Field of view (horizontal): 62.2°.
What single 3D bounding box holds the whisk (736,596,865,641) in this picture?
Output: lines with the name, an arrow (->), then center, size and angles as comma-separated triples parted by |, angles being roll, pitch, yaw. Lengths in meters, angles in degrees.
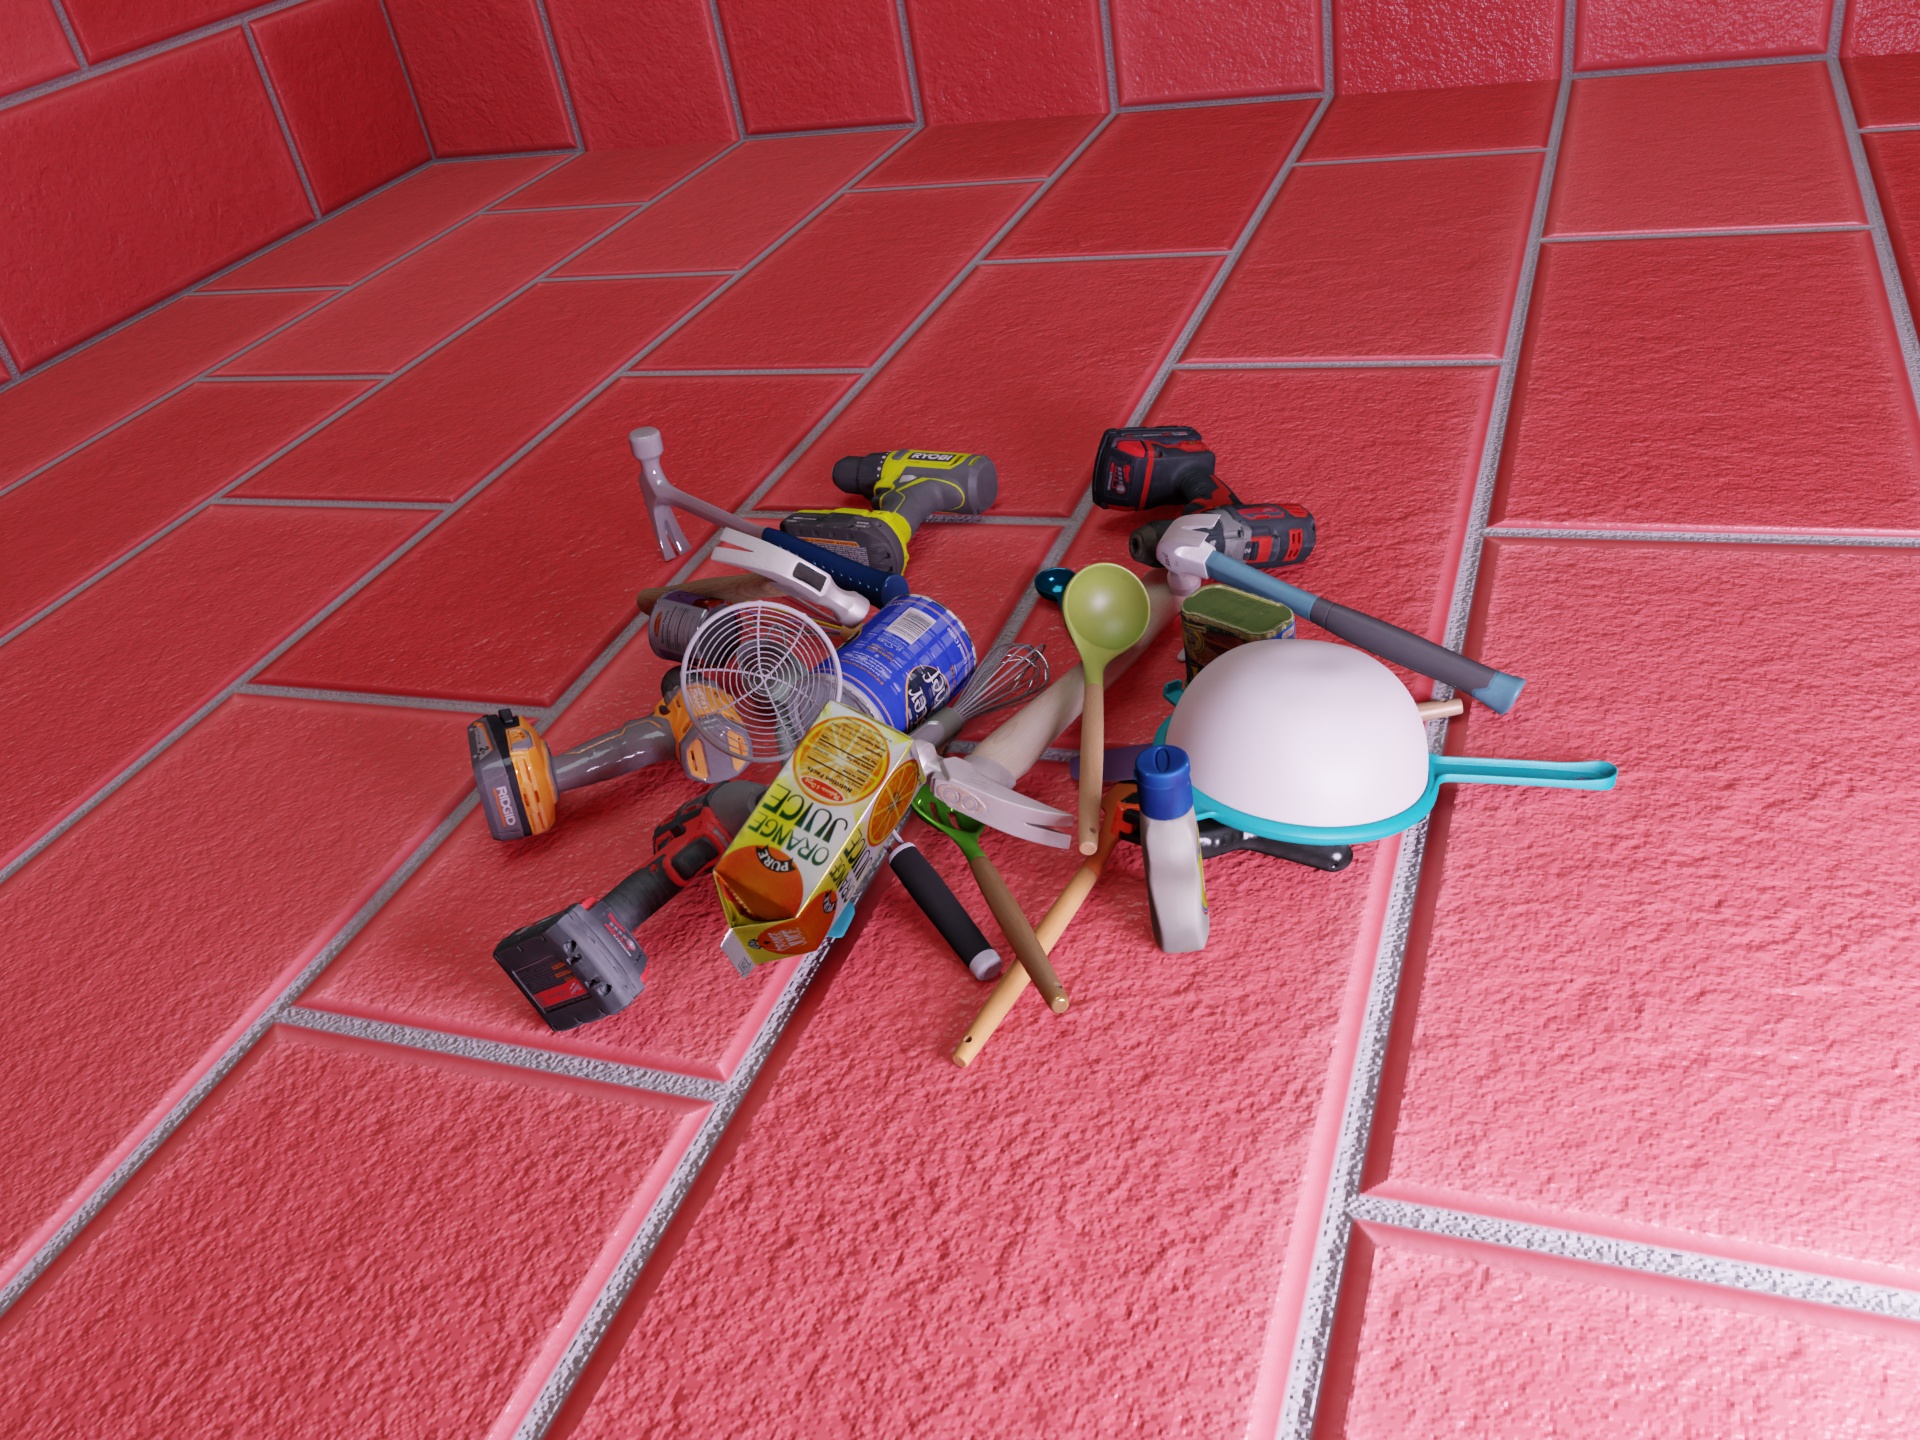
whisk -> -0.125, -0.091, 1.525 | 0.245, 0.047, 0.051 | 15, 52, 27

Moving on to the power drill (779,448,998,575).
power drill -> -0.091, -0.221, 1.674 | 0.191, 0.080, 0.228 | 9, 36, 27

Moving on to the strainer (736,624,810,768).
strainer -> -0.156, 0.005, 1.390 | 0.086, 0.050, 0.259 | 24, 27, -29

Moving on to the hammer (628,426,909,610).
hammer -> -0.198, -0.179, 1.592 | 0.035, 0.144, 0.406 | -32, 41, -32

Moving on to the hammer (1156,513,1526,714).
hammer -> 0.308, -0.086, 1.321 | 0.331, 0.128, 0.033 | 28, 76, 25

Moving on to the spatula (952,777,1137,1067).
spatula -> 0.083, 0.134, 1.148 | 0.081, 0.041, 0.323 | 12, 44, 31

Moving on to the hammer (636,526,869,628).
hammer -> -0.221, -0.121, 1.476 | 0.331, 0.130, 0.031 | -1, 62, 55

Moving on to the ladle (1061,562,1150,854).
ladle -> 0.110, -0.016, 1.242 | 0.078, 0.062, 0.320 | 24, 37, -12

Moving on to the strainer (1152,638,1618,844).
strainer -> 0.315, 0.001, 1.166 | 0.340, 0.095, 0.211 | 3, 29, 4

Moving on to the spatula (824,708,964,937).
spatula -> -0.064, 0.072, 1.261 | 0.082, 0.044, 0.318 | 20, 40, 14

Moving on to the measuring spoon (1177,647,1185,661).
measuring spoon -> 0.246, -0.079, 1.427 | 0.124, 0.018, 0.034 | -30, 37, -15

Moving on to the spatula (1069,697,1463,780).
spatula -> 0.244, 0.016, 1.277 | 0.316, 0.018, 0.060 | -10, 24, 3

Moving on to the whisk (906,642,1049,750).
whisk -> -0.002, -0.004, 1.329 | 0.058, 0.059, 0.246 | 45, 47, 8

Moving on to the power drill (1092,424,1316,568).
power drill -> 0.209, -0.207, 1.537 | 0.188, 0.080, 0.227 | -7, 33, -24

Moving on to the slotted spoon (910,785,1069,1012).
slotted spoon -> 0.019, 0.117, 1.151 | 0.070, 0.031, 0.314 | 16, 19, -24

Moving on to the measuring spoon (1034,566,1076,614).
measuring spoon -> 0.103, -0.100, 1.497 | 0.042, 0.021, 0.129 | -14, 43, -6

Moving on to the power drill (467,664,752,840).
power drill -> -0.306, 0.015, 1.385 | 0.226, 0.084, 0.185 | -15, 26, -14

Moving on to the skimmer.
skimmer -> -0.088, 0.050, 1.187 | 0.127, 0.090, 0.364 | -42, 54, 2

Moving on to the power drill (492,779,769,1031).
power drill -> -0.221, 0.122, 1.162 | 0.143, 0.078, 0.220 | -25, 15, 46

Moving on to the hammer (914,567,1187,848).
hammer -> 0.115, -0.031, 1.338 | 0.146, 0.038, 0.411 | 23, 39, 22
